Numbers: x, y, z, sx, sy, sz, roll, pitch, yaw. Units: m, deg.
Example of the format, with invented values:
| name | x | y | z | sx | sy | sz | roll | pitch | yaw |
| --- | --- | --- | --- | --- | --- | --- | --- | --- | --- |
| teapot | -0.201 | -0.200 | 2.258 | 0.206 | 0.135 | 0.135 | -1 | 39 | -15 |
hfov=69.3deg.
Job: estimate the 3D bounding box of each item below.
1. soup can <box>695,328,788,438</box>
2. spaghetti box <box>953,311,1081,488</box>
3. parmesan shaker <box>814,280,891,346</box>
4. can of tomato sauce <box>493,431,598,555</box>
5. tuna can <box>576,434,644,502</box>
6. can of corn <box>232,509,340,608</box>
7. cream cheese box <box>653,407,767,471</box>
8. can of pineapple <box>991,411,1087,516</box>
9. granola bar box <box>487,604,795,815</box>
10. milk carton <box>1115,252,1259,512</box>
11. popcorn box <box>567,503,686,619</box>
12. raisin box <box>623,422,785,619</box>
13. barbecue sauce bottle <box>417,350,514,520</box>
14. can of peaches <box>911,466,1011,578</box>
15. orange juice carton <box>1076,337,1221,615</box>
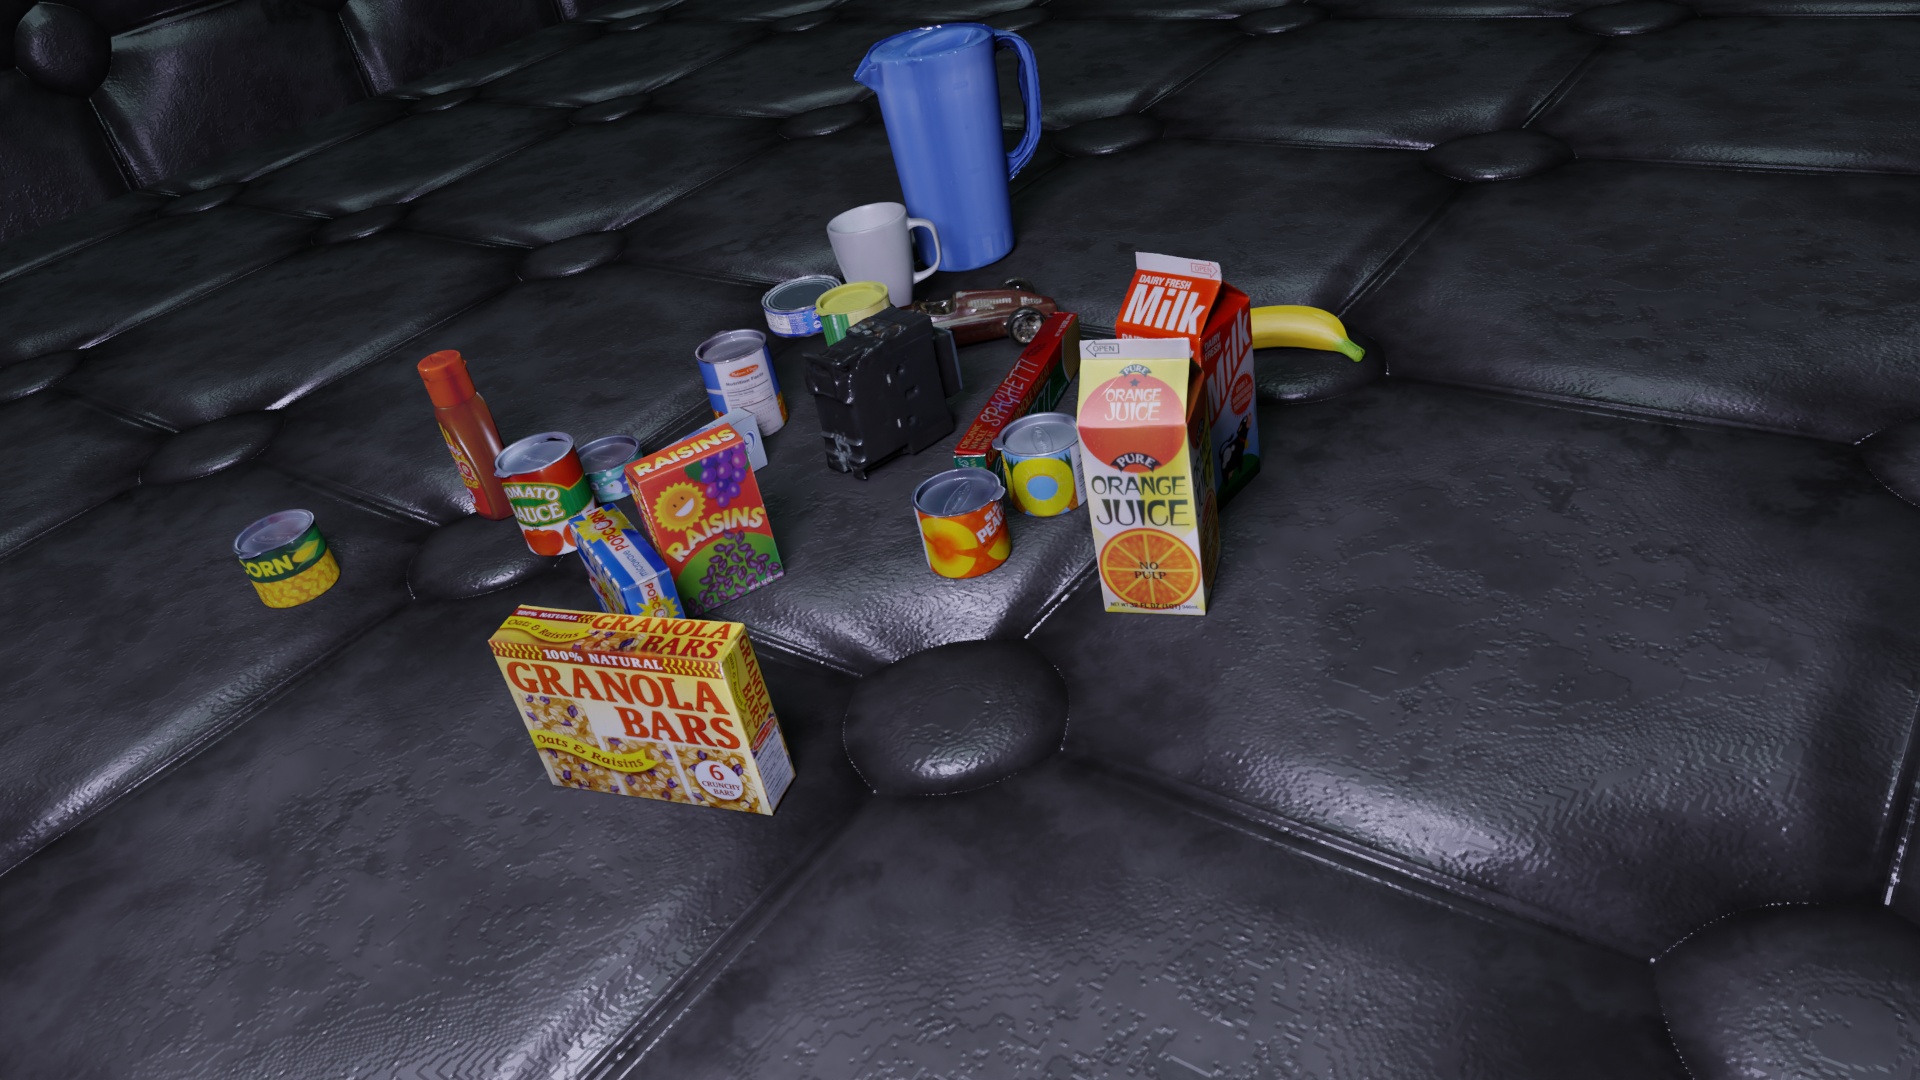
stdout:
| name | x | y | z | sx | sy | sz | roll | pitch | yaw |
| --- | --- | --- | --- | --- | --- | --- | --- | --- | --- |
| soup can | -0.199 | -0.143 | 1.270 | 0.071 | 0.083 | 0.072 | -9 | 33 | 6 |
| spaghetti box | 0.054 | -0.117 | 1.179 | 0.028 | 0.050 | 0.251 | 4 | 36 | 23 |
| parmesan shaker | -0.090 | -0.175 | 1.265 | 0.071 | 0.102 | 0.072 | -9 | 33 | 6 |
| can of tomato sauce | -0.343 | -0.038 | 1.157 | 0.071 | 0.082 | 0.071 | -9 | 33 | 6 |
| tuna can | -0.313 | -0.062 | 1.231 | 0.071 | 0.032 | 0.071 | -8 | 33 | 6 |
| can of corn | -0.568 | 0.017 | 1.170 | 0.071 | 0.058 | 0.071 | -8 | 33 | 6 |
| cream cheese box | -0.217 | -0.067 | 1.188 | 0.104 | 0.053 | 0.024 | -34 | 39 | -30 |
| can of pineapple | 0.065 | -0.059 | 1.082 | 0.071 | 0.057 | 0.071 | -8 | 33 | 6 |
| granola bar box | -0.194 | 0.103 | 0.857 | 0.165 | 0.123 | 0.039 | 3 | 36 | 22 |
| milk carton | 0.167 | -0.120 | 1.019 | 0.072 | 0.189 | 0.074 | 17 | 42 | 37 |
| popcorn box | -0.237 | 0.037 | 1.008 | 0.038 | 0.084 | 0.127 | -26 | 35 | -21 |
| raisin box | -0.189 | -0.014 | 1.035 | 0.086 | 0.122 | 0.040 | -25 | 35 | -19 |
| barbecue sauce bottle | -0.425 | -0.092 | 1.206 | 0.044 | 0.147 | 0.065 | -31 | 37 | -26 |
| can of peaches | 0.004 | -0.013 | 1.031 | 0.071 | 0.057 | 0.071 | -8 | 33 | 6 |
| orange juice carton | 0.126 | -0.048 | 0.921 | 0.072 | 0.191 | 0.073 | 1 | 35 | 20 |
